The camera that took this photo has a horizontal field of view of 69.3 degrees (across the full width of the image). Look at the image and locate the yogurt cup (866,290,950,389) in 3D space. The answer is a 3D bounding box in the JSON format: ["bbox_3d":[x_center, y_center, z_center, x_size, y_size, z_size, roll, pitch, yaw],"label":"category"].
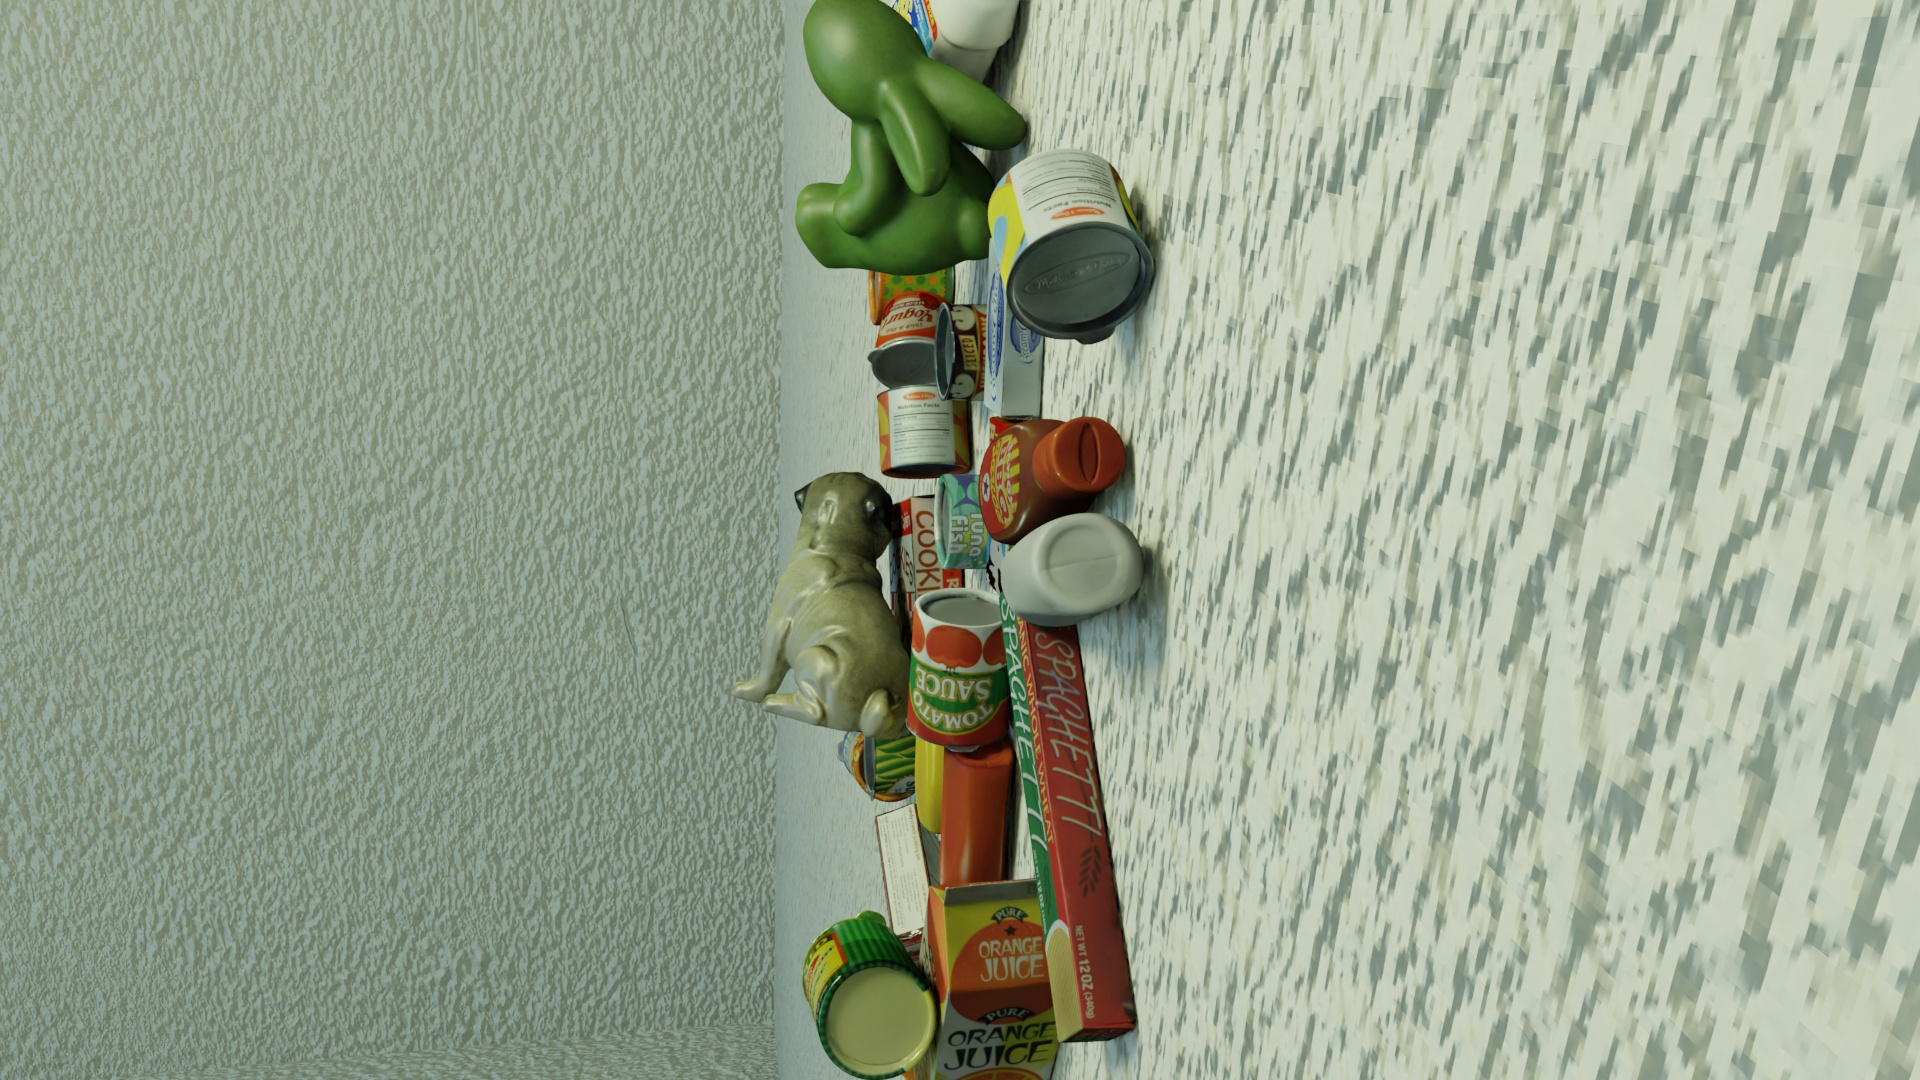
[{"bbox_3d":[-0.032,-0.149,1.038,0.072,0.072,0.054,109,165,-59],"label":"yogurt cup"}]

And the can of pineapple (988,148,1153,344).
[{"bbox_3d":[0.049,-0.133,0.630,0.070,0.071,0.058,102,163,-48],"label":"can of pineapple"}]

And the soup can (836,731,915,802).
[{"bbox_3d":[-0.070,0.191,1.226,0.084,0.071,0.071,-176,85,-78],"label":"soup can"}]

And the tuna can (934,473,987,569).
[{"bbox_3d":[0.003,-0.012,0.946,0.071,0.033,0.071,-179,88,-79],"label":"tuna can"}]

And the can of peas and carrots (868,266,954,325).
[{"bbox_3d":[-0.039,-0.197,1.080,0.071,0.059,0.071,-179,88,-79],"label":"can of peas and carrots"}]

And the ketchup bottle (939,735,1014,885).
[{"bbox_3d":[0.008,0.198,0.910,0.065,0.043,0.148,-117,29,-68],"label":"ketchup bottle"}]

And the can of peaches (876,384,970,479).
[{"bbox_3d":[-0.026,-0.077,1.009,0.071,0.071,0.058,142,125,-76],"label":"can of peaches"}]

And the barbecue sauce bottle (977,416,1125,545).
[{"bbox_3d":[0.045,-0.034,0.711,0.148,0.044,0.065,158,112,-77],"label":"barbecue sauce bottle"}]

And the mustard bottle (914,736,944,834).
[{"bbox_3d":[-0.005,0.119,0.959,0.065,0.049,0.159,-134,45,-74],"label":"mustard bottle"}]

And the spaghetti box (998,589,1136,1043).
[{"bbox_3d":[0.052,0.128,0.724,0.050,0.029,0.251,111,155,-60],"label":"spaghetti box"}]

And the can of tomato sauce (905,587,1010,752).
[{"bbox_3d":[0.000,0.081,0.881,0.071,0.071,0.082,-119,31,-67],"label":"can of tomato sauce"}]

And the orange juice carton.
[{"bbox_3d":[0.016,0.259,0.803,0.073,0.072,0.191,-106,18,-51],"label":"orange juice carton"}]

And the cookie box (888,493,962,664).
[{"bbox_3d":[-0.027,0.050,1.087,0.123,0.040,0.167,167,101,-78],"label":"cookie box"}]

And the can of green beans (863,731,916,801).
[{"bbox_3d":[-0.047,0.176,1.148,0.071,0.058,0.071,-179,88,-78],"label":"can of green beans"}]

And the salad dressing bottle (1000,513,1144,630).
[{"bbox_3d":[0.048,0.019,0.666,0.147,0.064,0.044,115,143,-81],"label":"salad dressing bottle"}]

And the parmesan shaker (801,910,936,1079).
[{"bbox_3d":[-0.054,0.258,0.797,0.103,0.071,0.071,161,108,-79],"label":"parmesan shaker"}]

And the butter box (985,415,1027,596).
[{"bbox_3d":[0.032,-0.020,0.823,0.053,0.024,0.103,-134,44,-73],"label":"butter box"}]

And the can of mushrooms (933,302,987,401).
[{"bbox_3d":[0.004,-0.127,0.934,0.071,0.033,0.071,-178,88,-79],"label":"can of mushrooms"}]

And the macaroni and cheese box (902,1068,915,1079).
[{"bbox_3d":[-0.028,0.345,0.972,0.123,0.040,0.166,56,171,-5],"label":"macaroni and cheese box"}]

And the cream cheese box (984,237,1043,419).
[{"bbox_3d":[0.032,-0.126,0.820,0.053,0.024,0.103,-129,40,-74],"label":"cream cheese box"}]
